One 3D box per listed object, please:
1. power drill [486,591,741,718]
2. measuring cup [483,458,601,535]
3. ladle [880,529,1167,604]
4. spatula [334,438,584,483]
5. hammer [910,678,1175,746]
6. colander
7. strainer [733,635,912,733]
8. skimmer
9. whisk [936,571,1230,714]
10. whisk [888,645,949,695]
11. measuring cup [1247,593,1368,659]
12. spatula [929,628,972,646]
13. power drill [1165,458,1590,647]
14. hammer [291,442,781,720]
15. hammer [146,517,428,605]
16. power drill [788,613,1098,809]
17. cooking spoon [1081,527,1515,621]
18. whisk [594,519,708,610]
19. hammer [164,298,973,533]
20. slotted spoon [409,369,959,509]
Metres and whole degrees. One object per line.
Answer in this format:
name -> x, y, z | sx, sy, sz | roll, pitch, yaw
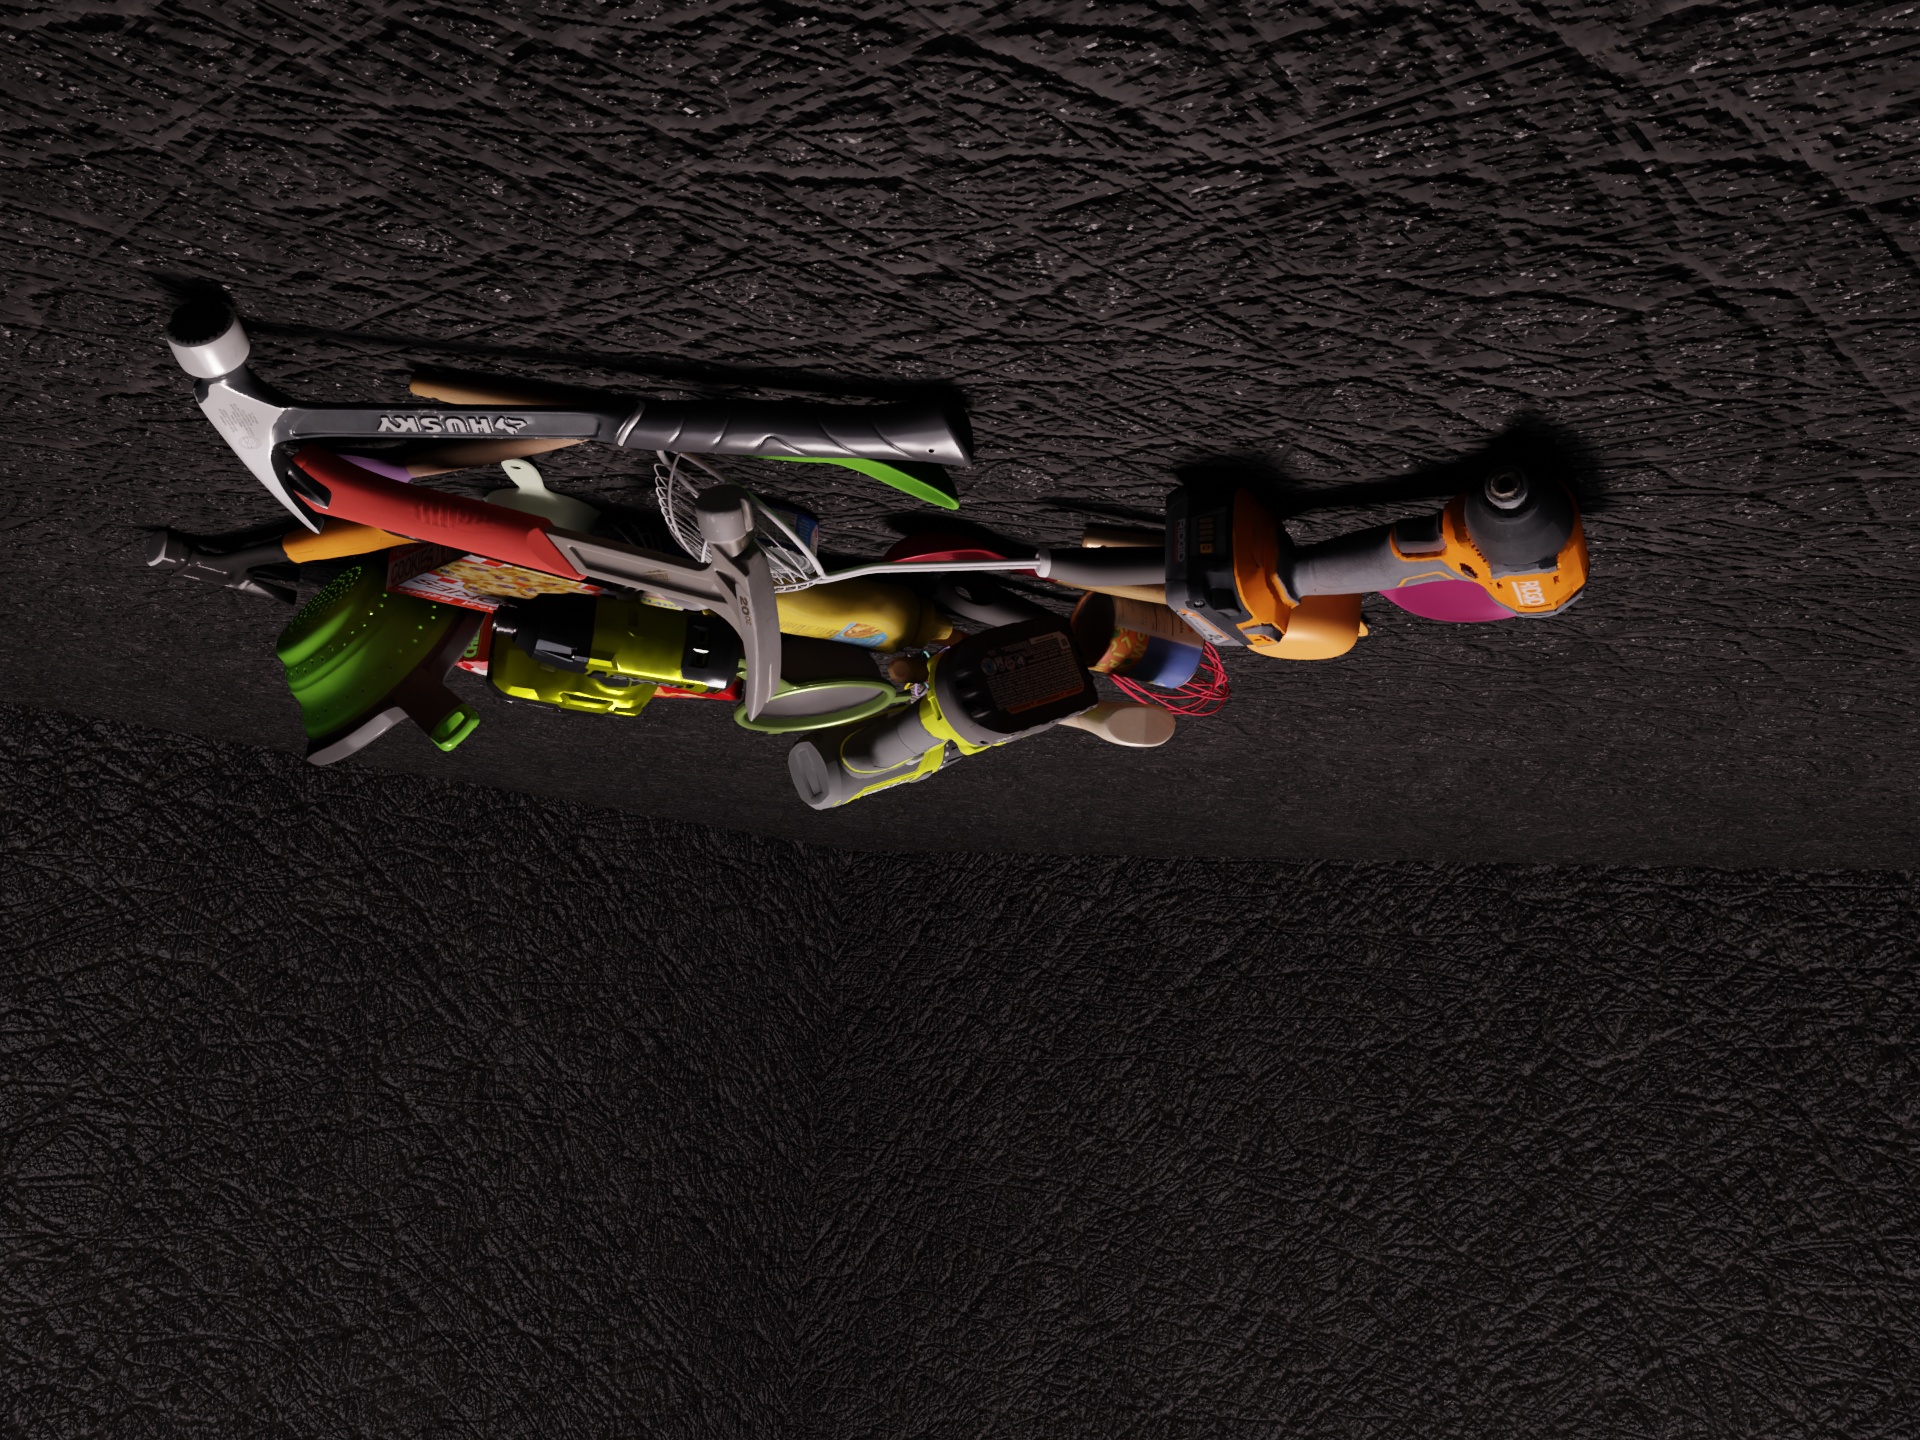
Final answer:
power drill -> -0.280, -0.054, 1.204 | 0.171, 0.080, 0.223 | 9, 172, -25
measuring cup -> -0.293, -0.141, 1.081 | 0.083, 0.038, 0.167 | 6, 173, -6
ladle -> 0.092, -0.101, 1.142 | 0.315, 0.031, 0.069 | 7, 173, -22
spatula -> -0.335, -0.167, 1.015 | 0.316, 0.018, 0.059 | -1, 157, 37
hammer -> 0.086, -0.012, 1.364 | 0.146, 0.038, 0.411 | 0, -175, -19
colander -> -0.469, -0.052, 1.282 | 0.094, 0.204, 0.397 | 50, 166, -28
strainer -> -0.155, -0.051, 1.425 | 0.151, 0.069, 0.256 | -14, 165, 16
skimmer -> -0.008, -0.128, 1.003 | 0.363, 0.090, 0.127 | -2, 178, -11
whisk -> 0.104, -0.064, 1.269 | 0.295, 0.073, 0.073 | 18, 165, -32
whisk -> -0.036, -0.038, 1.333 | 0.047, 0.051, 0.245 | -5, -179, 6
measuring cup -> 0.265, -0.065, 1.171 | 0.095, 0.052, 0.173 | -1, 167, 34
spatula -> -0.022, -0.083, 1.337 | 0.322, 0.041, 0.081 | 14, 169, -23
power drill -> 0.236, -0.101, 0.912 | 0.226, 0.084, 0.164 | -3, 167, 24
hammer -> -0.274, -0.106, 0.987 | 0.359, 0.037, 0.149 | 15, 132, 21
hammer -> -0.508, -0.136, 1.254 | 0.337, 0.034, 0.127 | -3, 167, 41
power drill -> -0.002, -0.004, 1.227 | 0.190, 0.080, 0.228 | -17, 173, -40
cooking spoon -> 0.239, -0.102, 1.068 | 0.319, 0.017, 0.068 | 7, 151, -5
whisk -> -0.204, -0.100, 1.074 | 0.055, 0.055, 0.239 | 11, -173, -28
hammer -> -0.197, -0.156, 0.857 | 0.409, 0.036, 0.149 | 2, 146, 1
slotted spoon -> -0.152, -0.164, 0.906 | 0.313, 0.031, 0.070 | 9, -178, -10
